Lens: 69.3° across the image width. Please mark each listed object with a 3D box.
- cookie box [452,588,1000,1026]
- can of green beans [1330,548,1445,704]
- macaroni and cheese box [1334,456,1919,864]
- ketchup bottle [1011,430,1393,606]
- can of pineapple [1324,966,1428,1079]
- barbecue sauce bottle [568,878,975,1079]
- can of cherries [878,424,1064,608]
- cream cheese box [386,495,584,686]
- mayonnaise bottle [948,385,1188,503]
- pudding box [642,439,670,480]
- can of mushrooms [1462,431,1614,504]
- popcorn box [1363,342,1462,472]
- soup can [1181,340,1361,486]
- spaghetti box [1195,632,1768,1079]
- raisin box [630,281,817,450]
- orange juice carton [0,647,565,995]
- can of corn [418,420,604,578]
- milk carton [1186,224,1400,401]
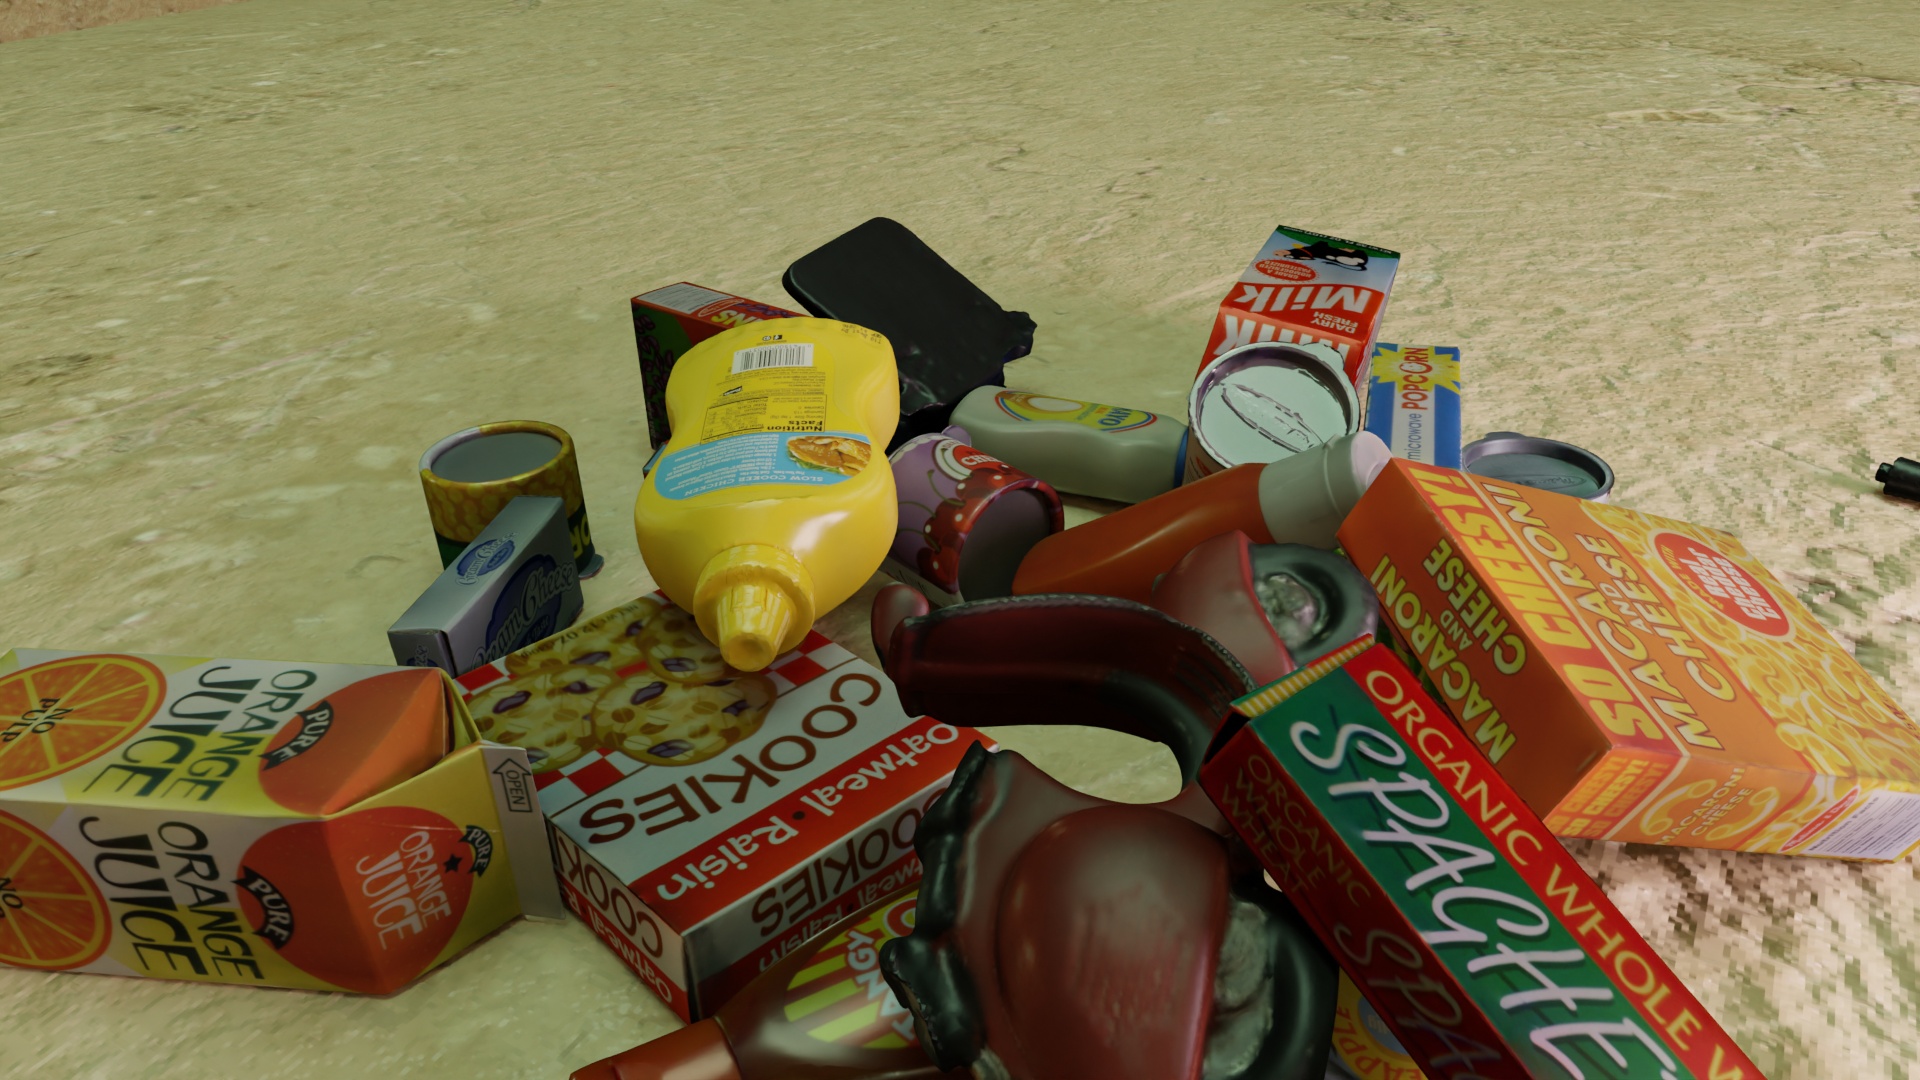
[{"bbox_3d":[-0.086,0.076,0.471,0.123,0.040,0.167,-26,36,-36],"label":"cookie box"},{"bbox_3d":[0.154,0.041,0.500,0.071,0.057,0.071,-1,29,1],"label":"can of green beans"},{"bbox_3d":[0.216,0.039,0.438,0.167,0.040,0.124,9,37,-26],"label":"macaroni and cheese box"},{"bbox_3d":[0.090,0.000,0.518,0.148,0.043,0.065,-22,10,41],"label":"ketchup bottle"},{"bbox_3d":[0.126,0.110,0.379,0.071,0.057,0.071,-1,30,1],"label":"can of pineapple"},{"bbox_3d":[-0.025,0.129,0.368,0.149,0.043,0.065,-16,40,-23],"label":"barbecue sauce bottle"},{"bbox_3d":[0.002,-0.007,0.580,0.072,0.071,0.058,-25,37,-34],"label":"can of cherries"},{"bbox_3d":[-0.181,0.029,0.543,0.024,0.053,0.104,2,30,10],"label":"cream cheese box"},{"bbox_3d":[0.072,-0.044,0.669,0.148,0.041,0.065,10,24,19],"label":"mayonnaise bottle"},{"bbox_3d":[-0.095,-0.017,0.623,0.084,0.049,0.030,4,31,9],"label":"pudding box"},{"bbox_3d":[0.256,-0.020,0.627,0.071,0.033,0.071,-2,30,1],"label":"can of mushrooms"},{"bbox_3d":[0.184,-0.021,0.579,0.038,0.084,0.127,6,31,16],"label":"popcorn box"},{"bbox_3d":[0.128,-0.034,0.578,0.071,0.083,0.071,-2,62,5],"label":"soup can"},{"bbox_3d":[0.142,0.126,0.268,0.050,0.028,0.250,-22,63,-33],"label":"spaghetti box"},{"bbox_3d":[-0.105,-0.073,0.687,0.123,0.085,0.040,20,34,34],"label":"raisin box"},{"bbox_3d":[-0.219,0.085,0.428,0.193,0.071,0.073,2,30,7],"label":"orange juice carton"},{"bbox_3d":[-0.197,-0.014,0.615,0.071,0.058,0.071,-2,30,1],"label":"can of corn"},{"bbox_3d":[0.171,-0.097,0.714,0.072,0.073,0.191,17,32,15],"label":"milk carton"}]
